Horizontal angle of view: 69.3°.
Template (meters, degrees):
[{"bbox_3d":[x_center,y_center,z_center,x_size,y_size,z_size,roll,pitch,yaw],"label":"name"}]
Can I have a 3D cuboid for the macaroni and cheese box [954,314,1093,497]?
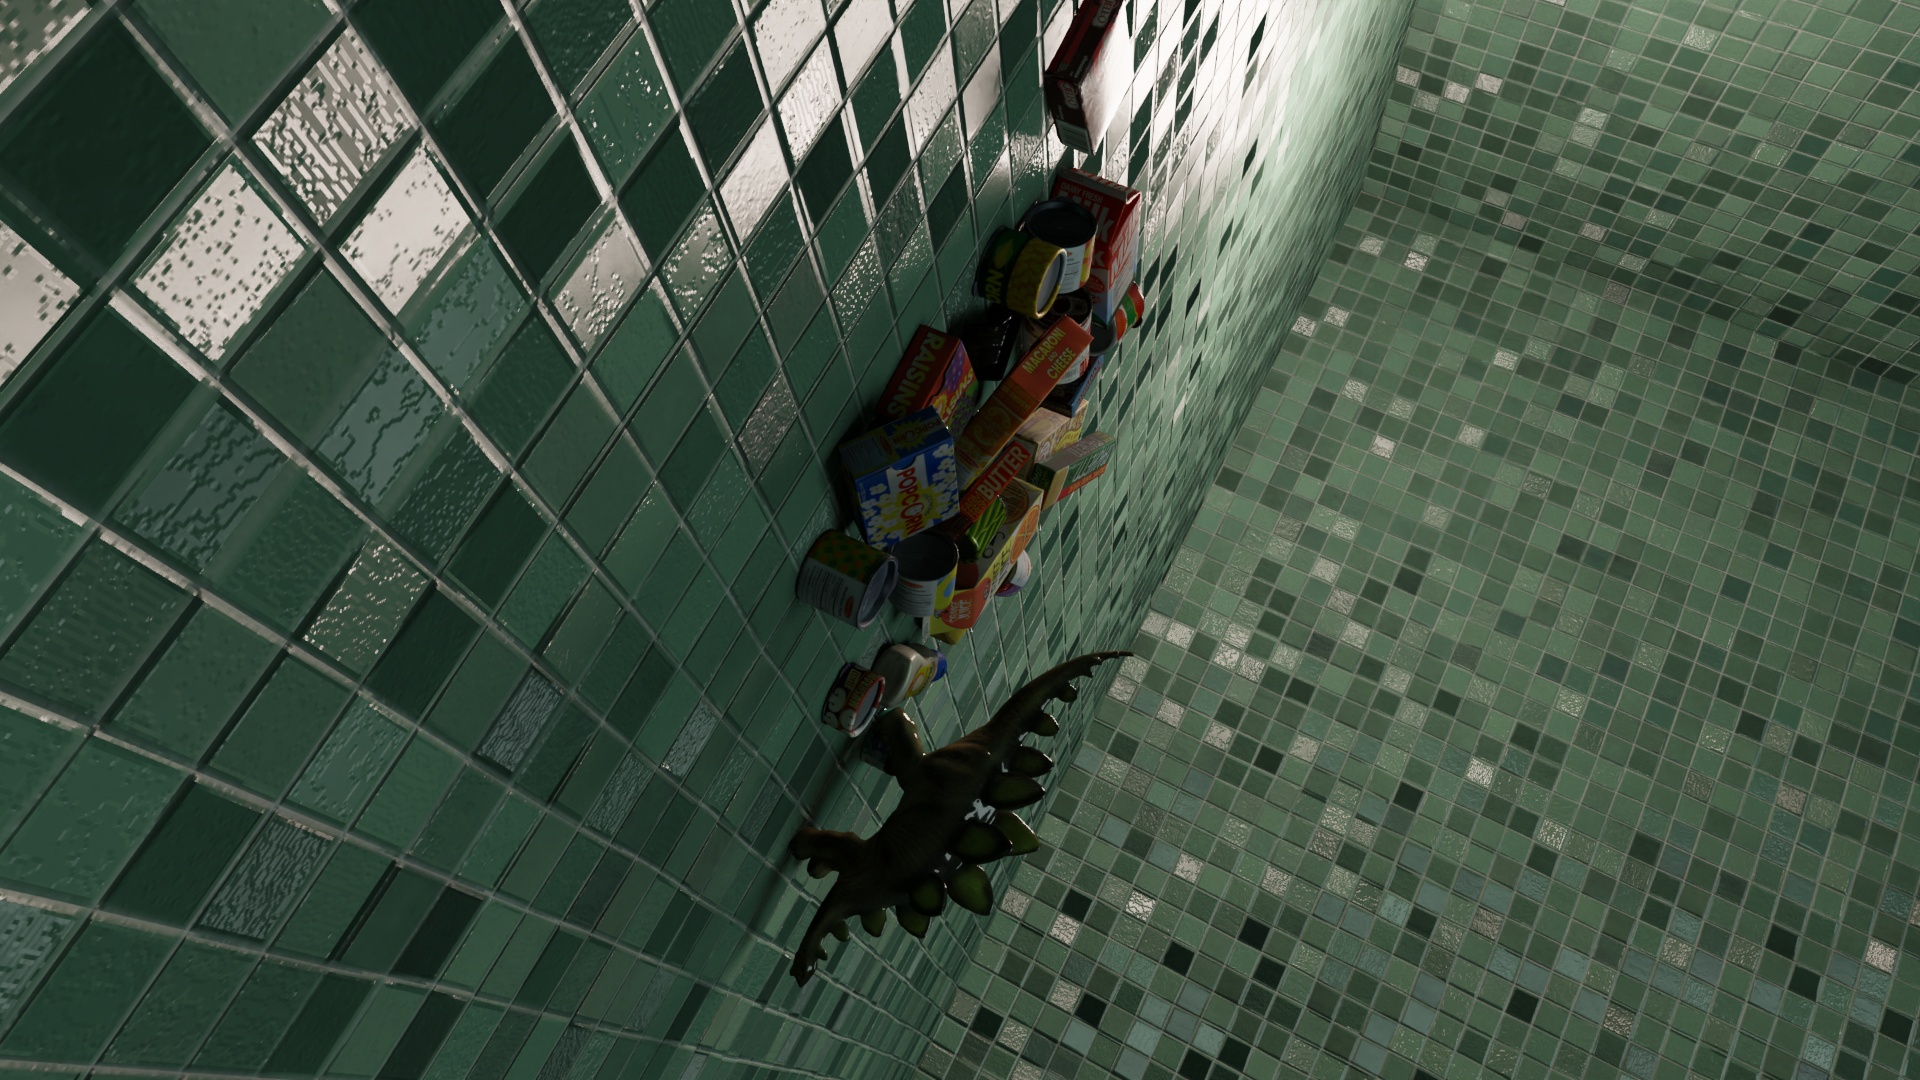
[{"bbox_3d":[0.043,-0.121,1.285,0.165,0.040,0.124,-49,-178,46],"label":"macaroni and cheese box"}]

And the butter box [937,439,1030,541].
[{"bbox_3d":[0.023,-0.047,1.317,0.104,0.024,0.053,-50,-178,-31],"label":"butter box"}]

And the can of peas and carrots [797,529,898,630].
[{"bbox_3d":[-0.091,0.031,1.133,0.071,0.059,0.070,-58,164,-27],"label":"can of peas and carrots"}]

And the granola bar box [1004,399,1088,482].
[{"bbox_3d":[0.088,-0.090,1.603,0.166,0.039,0.123,-42,153,-56],"label":"granola bar box"}]

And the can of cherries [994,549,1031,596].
[{"bbox_3d":[0.038,0.029,1.568,0.071,0.071,0.058,-66,161,2],"label":"can of cherries"}]

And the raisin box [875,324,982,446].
[{"bbox_3d":[-0.024,-0.116,1.169,0.086,0.040,0.123,-62,164,-10],"label":"raisin box"}]

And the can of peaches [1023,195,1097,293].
[{"bbox_3d":[0.089,-0.270,1.269,0.071,0.071,0.057,-55,162,-33],"label":"can of peaches"}]

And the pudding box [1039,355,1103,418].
[{"bbox_3d":[0.121,-0.182,1.551,0.084,0.050,0.030,-59,163,-22],"label":"pudding box"}]

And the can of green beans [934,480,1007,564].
[{"bbox_3d":[0.004,-0.019,1.368,0.058,0.071,0.071,-56,163,-31],"label":"can of green beans"}]

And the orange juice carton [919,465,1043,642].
[{"bbox_3d":[0.009,0.018,1.430,0.194,0.073,0.071,-55,162,-34],"label":"orange juice carton"}]

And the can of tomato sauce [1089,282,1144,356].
[{"bbox_3d":[0.159,-0.248,1.539,0.083,0.071,0.070,-47,157,-48],"label":"can of tomato sauce"}]

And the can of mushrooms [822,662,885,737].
[{"bbox_3d":[-0.102,0.152,1.338,0.071,0.033,0.070,-57,163,-27],"label":"can of mushrooms"}]

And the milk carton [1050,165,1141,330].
[{"bbox_3d":[0.128,-0.294,1.355,0.073,0.072,0.190,-61,166,-18],"label":"milk carton"}]

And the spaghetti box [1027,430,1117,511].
[{"bbox_3d":[0.130,-0.084,1.617,0.251,0.029,0.050,-30,143,-65],"label":"spaghetti box"}]

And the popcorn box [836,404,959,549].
[{"bbox_3d":[-0.048,-0.047,1.120,0.085,0.038,0.126,-24,154,-9],"label":"popcorn box"}]

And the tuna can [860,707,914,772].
[{"bbox_3d":[-0.078,0.217,1.524,0.071,0.033,0.070,-57,164,-27],"label":"tuna can"}]

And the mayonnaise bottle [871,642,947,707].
[{"bbox_3d":[-0.052,0.138,1.473,0.064,0.041,0.148,-64,165,8],"label":"mayonnaise bottle"}]

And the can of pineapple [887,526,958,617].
[{"bbox_3d":[-0.036,0.029,1.307,0.071,0.071,0.057,-54,162,-37],"label":"can of pineapple"}]

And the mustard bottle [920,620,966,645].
[{"bbox_3d":[0.011,0.034,1.511,0.160,0.049,0.065,-63,167,-10],"label":"mustard bottle"}]

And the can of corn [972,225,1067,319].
[{"bbox_3d":[0.053,-0.232,1.214,0.071,0.058,0.070,-58,163,-28],"label":"can of corn"}]
